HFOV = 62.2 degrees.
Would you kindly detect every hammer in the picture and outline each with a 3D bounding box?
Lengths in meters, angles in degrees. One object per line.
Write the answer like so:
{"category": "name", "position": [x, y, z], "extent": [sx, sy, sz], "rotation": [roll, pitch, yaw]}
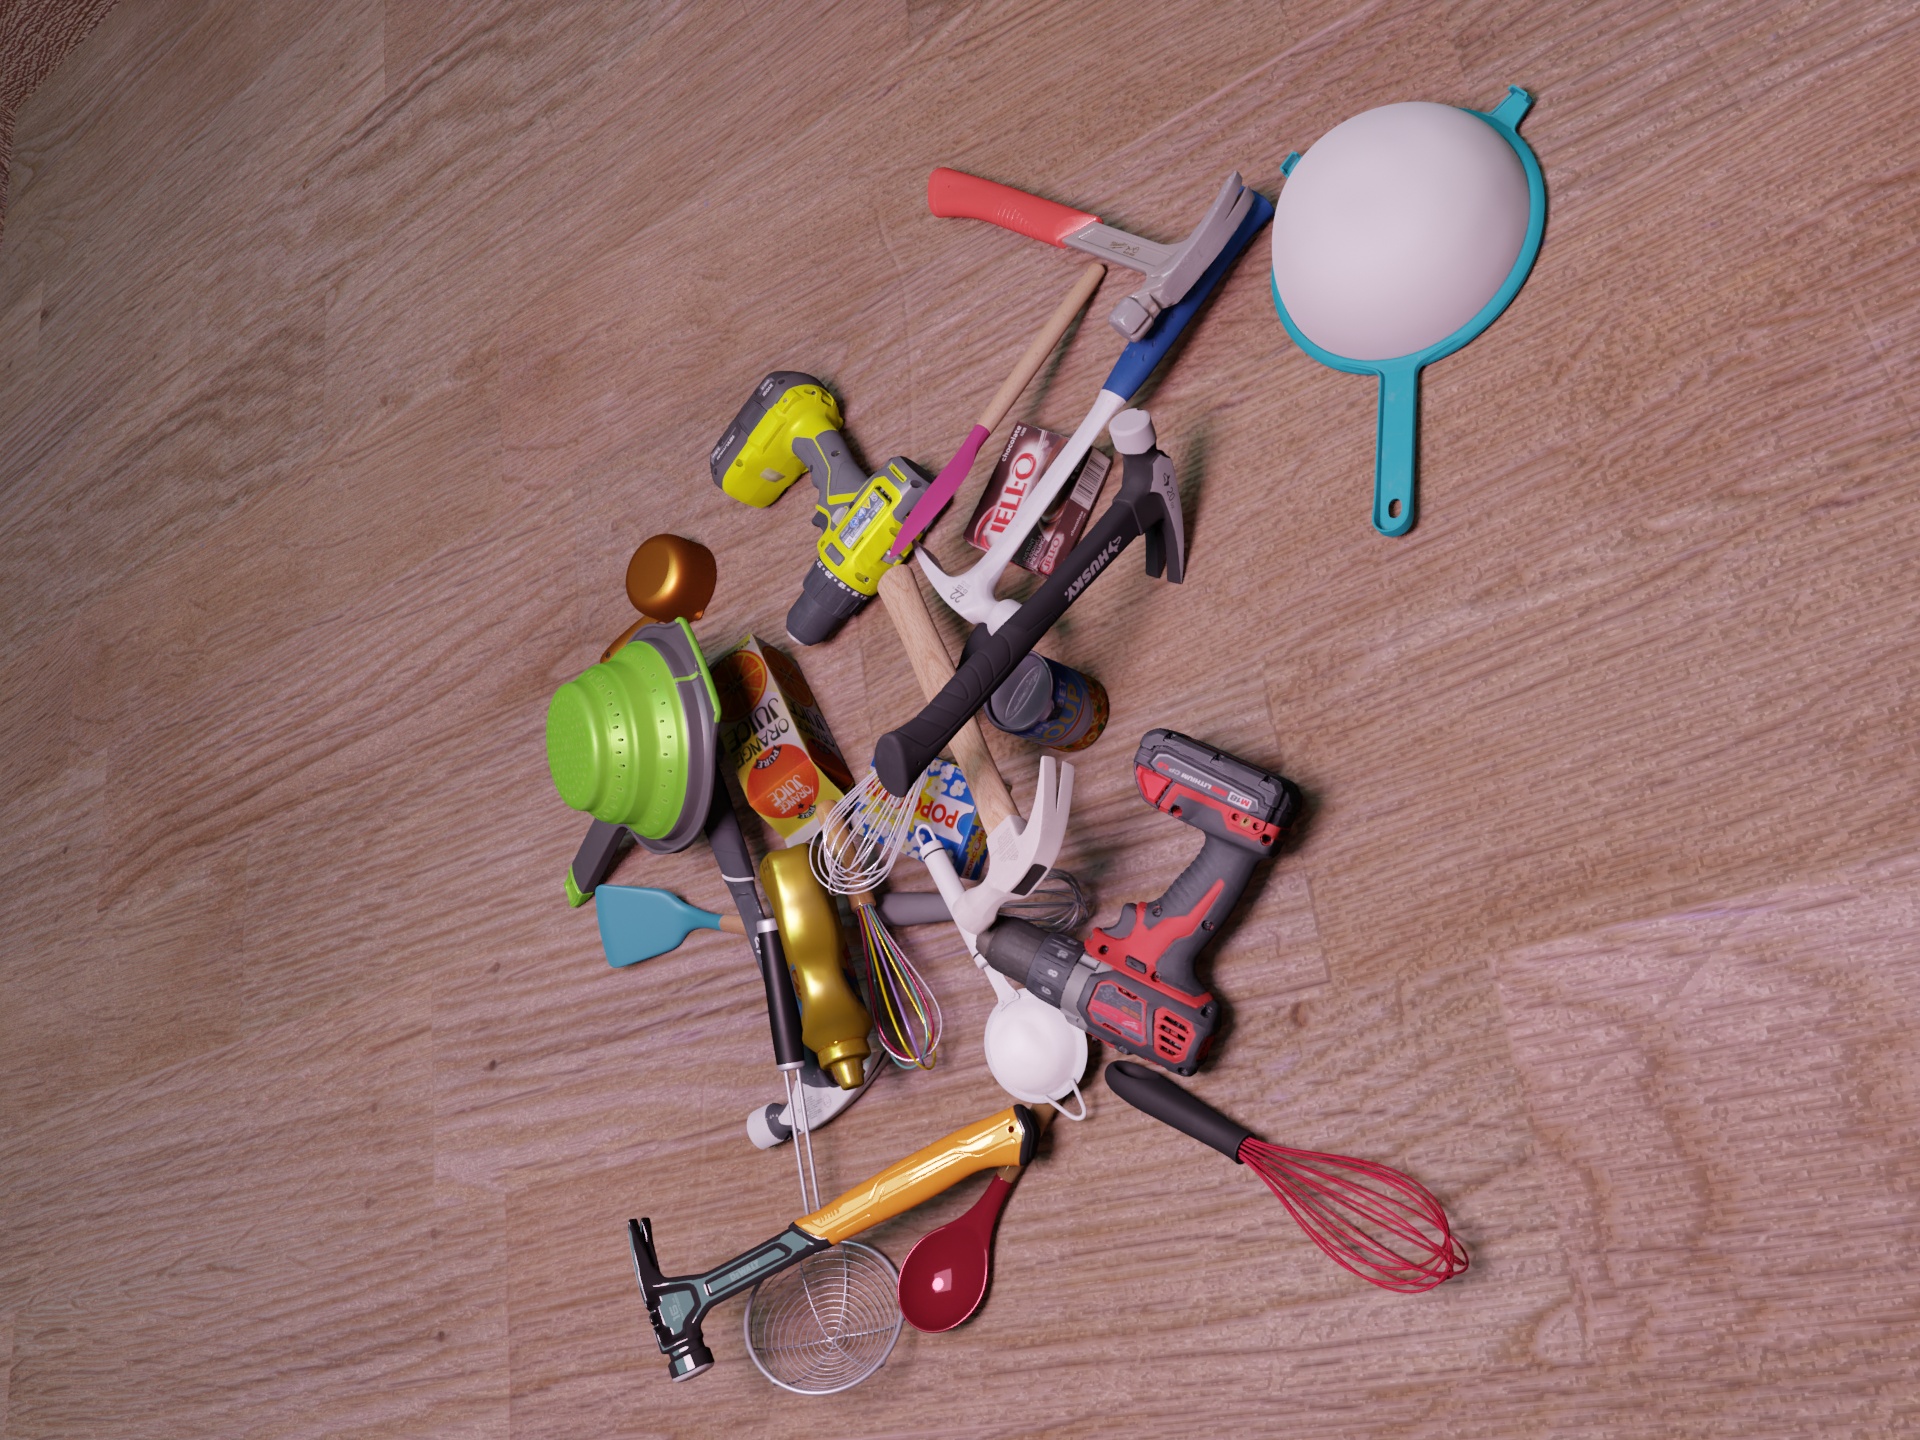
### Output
{"category": "hammer", "position": [-0.095, 0.371, 1.205], "extent": [0.337, 0.034, 0.127], "rotation": [-29, 68, 8]}
{"category": "hammer", "position": [0.111, -0.252, 1.269], "extent": [0.144, 0.035, 0.405], "rotation": [35, 90, 40]}
{"category": "hammer", "position": [-0.002, -0.004, 1.223], "extent": [0.130, 0.031, 0.332], "rotation": [-47, 45, 26]}
{"category": "hammer", "position": [-0.183, 0.152, 1.379], "extent": [0.149, 0.036, 0.409], "rotation": [-30, 72, 25]}
{"category": "hammer", "position": [0.085, -0.429, 1.348], "extent": [0.149, 0.036, 0.359], "rotation": [-52, 43, 1]}
{"category": "hammer", "position": [0.054, -0.069, 1.156], "extent": [0.035, 0.146, 0.335], "rotation": [21, 59, 40]}

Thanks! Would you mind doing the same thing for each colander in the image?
{"category": "colander", "position": [-0.333, 0.066, 1.438], "extent": [0.397, 0.094, 0.205], "rotation": [-53, 53, 44]}

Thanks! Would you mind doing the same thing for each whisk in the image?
{"category": "whisk", "position": [-0.070, 0.173, 1.298], "extent": [0.051, 0.047, 0.245], "rotation": [-49, 54, 42]}
{"category": "whisk", "position": [0.003, 0.149, 1.278], "extent": [0.239, 0.055, 0.055], "rotation": [-8, 72, 39]}
{"category": "whisk", "position": [-0.032, 0.020, 1.285], "extent": [0.070, 0.070, 0.285], "rotation": [14, 63, 39]}
{"category": "whisk", "position": [0.208, 0.298, 1.072], "extent": [0.296, 0.073, 0.073], "rotation": [22, 91, 44]}

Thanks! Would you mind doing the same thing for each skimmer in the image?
{"category": "skimmer", "position": [-0.128, 0.337, 1.263], "extent": [0.127, 0.090, 0.363], "rotation": [-10, 81, 0]}

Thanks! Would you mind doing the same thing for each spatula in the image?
{"category": "spatula", "position": [-0.199, 0.188, 1.422], "extent": [0.317, 0.044, 0.082], "rotation": [-1, 101, 36]}

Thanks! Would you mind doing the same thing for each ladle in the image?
{"category": "ladle", "position": [0.045, 0.324, 1.208], "extent": [0.069, 0.031, 0.315], "rotation": [31, 95, 28]}

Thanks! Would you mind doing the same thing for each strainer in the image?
{"category": "strainer", "position": [0.301, -0.305, 1.143], "extent": [0.211, 0.095, 0.340], "rotation": [-5, 73, 36]}
{"category": "strainer", "position": [0.022, 0.188, 1.210], "extent": [0.087, 0.050, 0.259], "rotation": [-39, 64, 23]}

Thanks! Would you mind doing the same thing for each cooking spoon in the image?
{"category": "cooking spoon", "position": [0.032, -0.260, 1.319], "extent": [0.319, 0.017, 0.069], "rotation": [-56, 15, -15]}

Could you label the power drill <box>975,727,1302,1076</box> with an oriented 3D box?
{"category": "power drill", "position": [0.127, 0.120, 1.144], "extent": [0.188, 0.080, 0.226], "rotation": [24, 95, 20]}

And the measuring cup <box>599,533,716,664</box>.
{"category": "measuring cup", "position": [-0.322, -0.116, 1.595], "extent": [0.173, 0.052, 0.095], "rotation": [-40, 57, 20]}

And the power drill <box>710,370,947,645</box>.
{"category": "power drill", "position": [-0.134, -0.197, 1.461], "extent": [0.190, 0.080, 0.229], "rotation": [-50, 56, 15]}
